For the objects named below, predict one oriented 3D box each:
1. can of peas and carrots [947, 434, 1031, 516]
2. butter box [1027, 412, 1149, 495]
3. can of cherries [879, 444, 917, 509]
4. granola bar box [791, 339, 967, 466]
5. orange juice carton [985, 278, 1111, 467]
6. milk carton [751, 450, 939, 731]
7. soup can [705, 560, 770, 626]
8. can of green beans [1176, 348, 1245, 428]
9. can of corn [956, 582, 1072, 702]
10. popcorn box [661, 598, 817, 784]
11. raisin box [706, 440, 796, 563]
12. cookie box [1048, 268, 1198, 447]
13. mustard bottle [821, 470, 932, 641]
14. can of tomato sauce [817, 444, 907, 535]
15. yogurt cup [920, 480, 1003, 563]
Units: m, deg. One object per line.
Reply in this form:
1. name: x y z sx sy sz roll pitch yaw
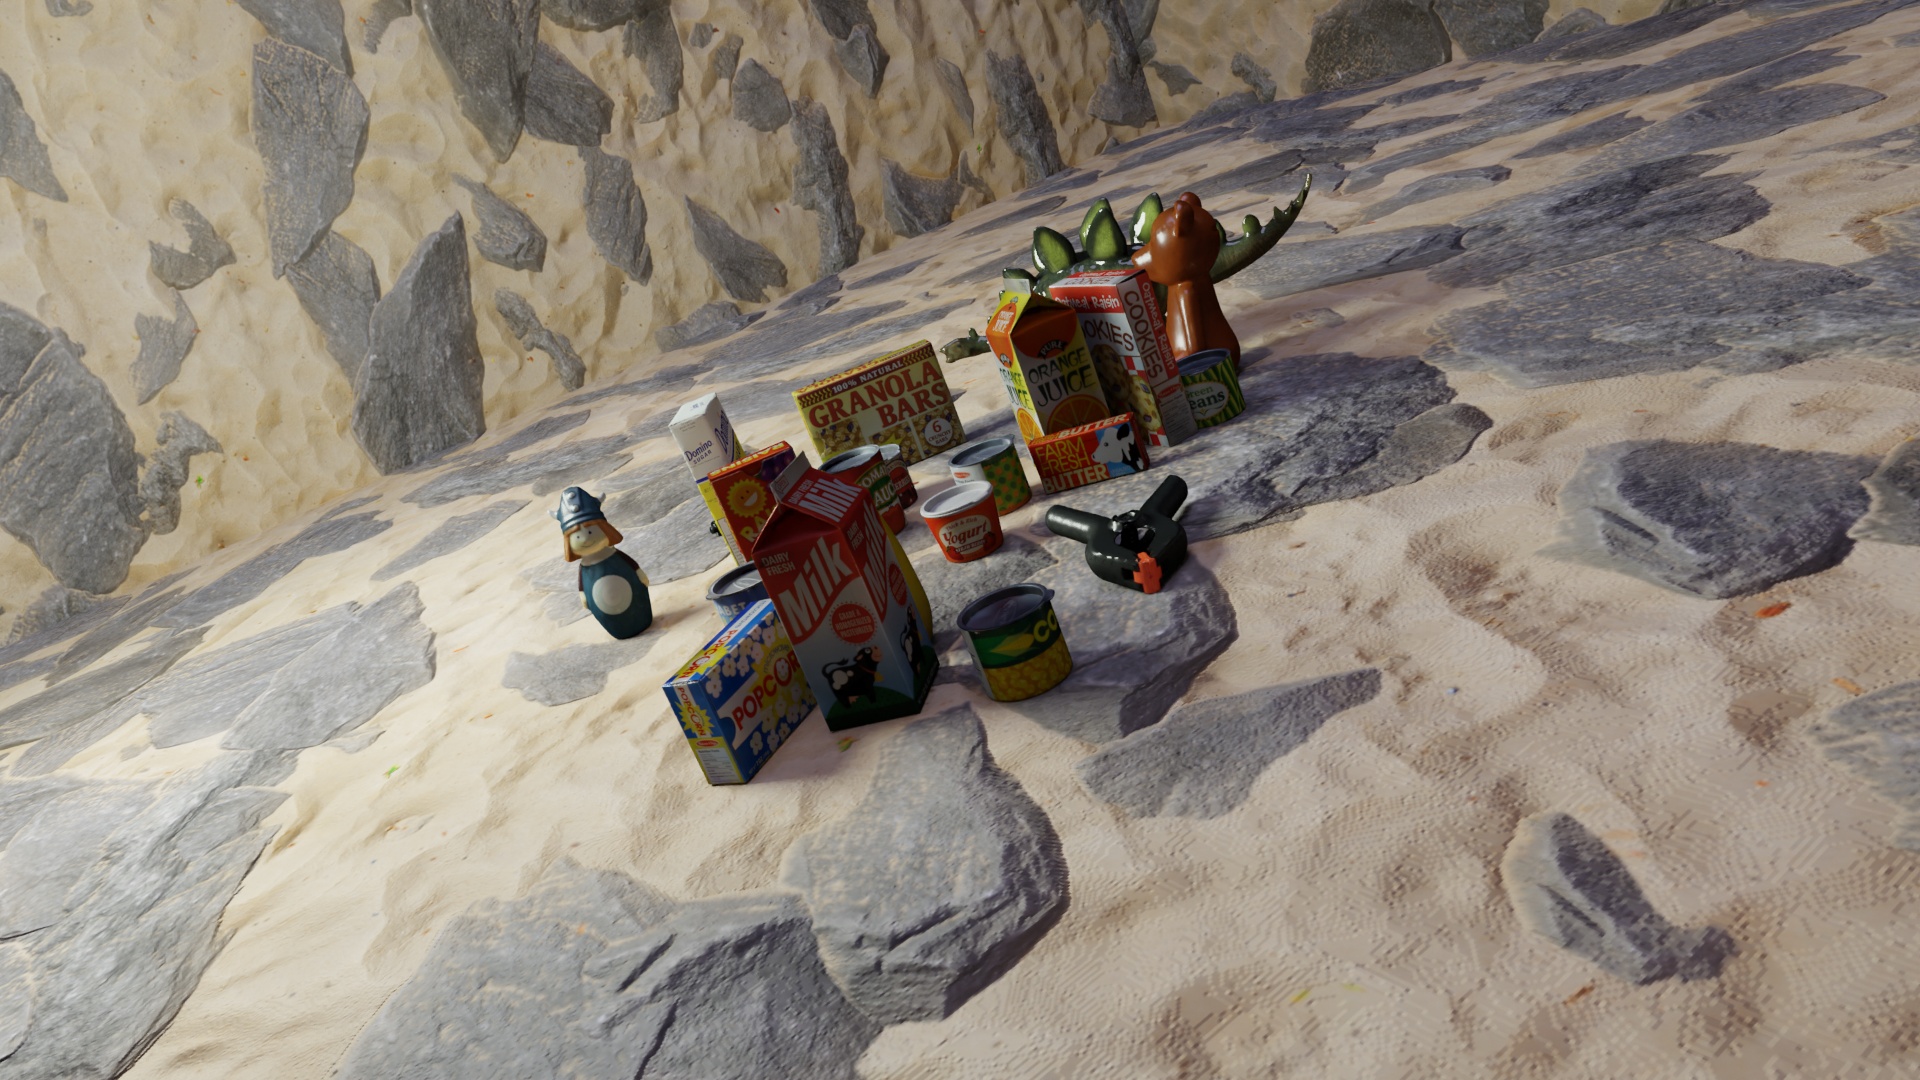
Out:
1. can of peas and carrots: 0.031 -0.060 1.326 0.071 0.058 0.071 -19 19 7
2. butter box: 0.119 -0.081 1.298 0.103 0.053 0.024 -14 20 21
3. can of cherries: -0.083 -0.060 1.445 0.071 0.058 0.072 -19 19 7
4. granola bar box: -0.090 -0.140 1.572 0.166 0.124 0.039 -23 18 -6
5. orange juice carton: 0.084 -0.164 1.347 0.073 0.192 0.072 -25 19 -12
6. milk carton: -0.086 0.033 0.985 0.073 0.190 0.073 -15 19 18
7. soup can: -0.162 0.066 1.140 0.071 0.083 0.071 -19 19 7
8. can of green beans: 0.238 -0.147 1.350 0.071 0.057 0.071 -19 19 7
9. can of corn: 0.040 0.069 0.957 0.071 0.058 0.071 -19 19 7
10. popcorn box: -0.154 0.107 1.014 0.038 0.085 0.127 -10 21 30
11. raisin box: -0.183 -0.024 1.349 0.086 0.123 0.040 -24 18 -9
12. cookie box: 0.157 -0.178 1.349 0.040 0.167 0.123 -28 20 -21
13. mustard bottle: -0.072 0.016 1.065 0.065 0.159 0.049 -16 19 15
14. can of tomato sauce: -0.095 -0.043 1.374 0.071 0.083 0.071 -19 19 7
15. yogurt cup: 0.004 -0.016 1.237 0.072 0.053 0.072 -19 19 7
